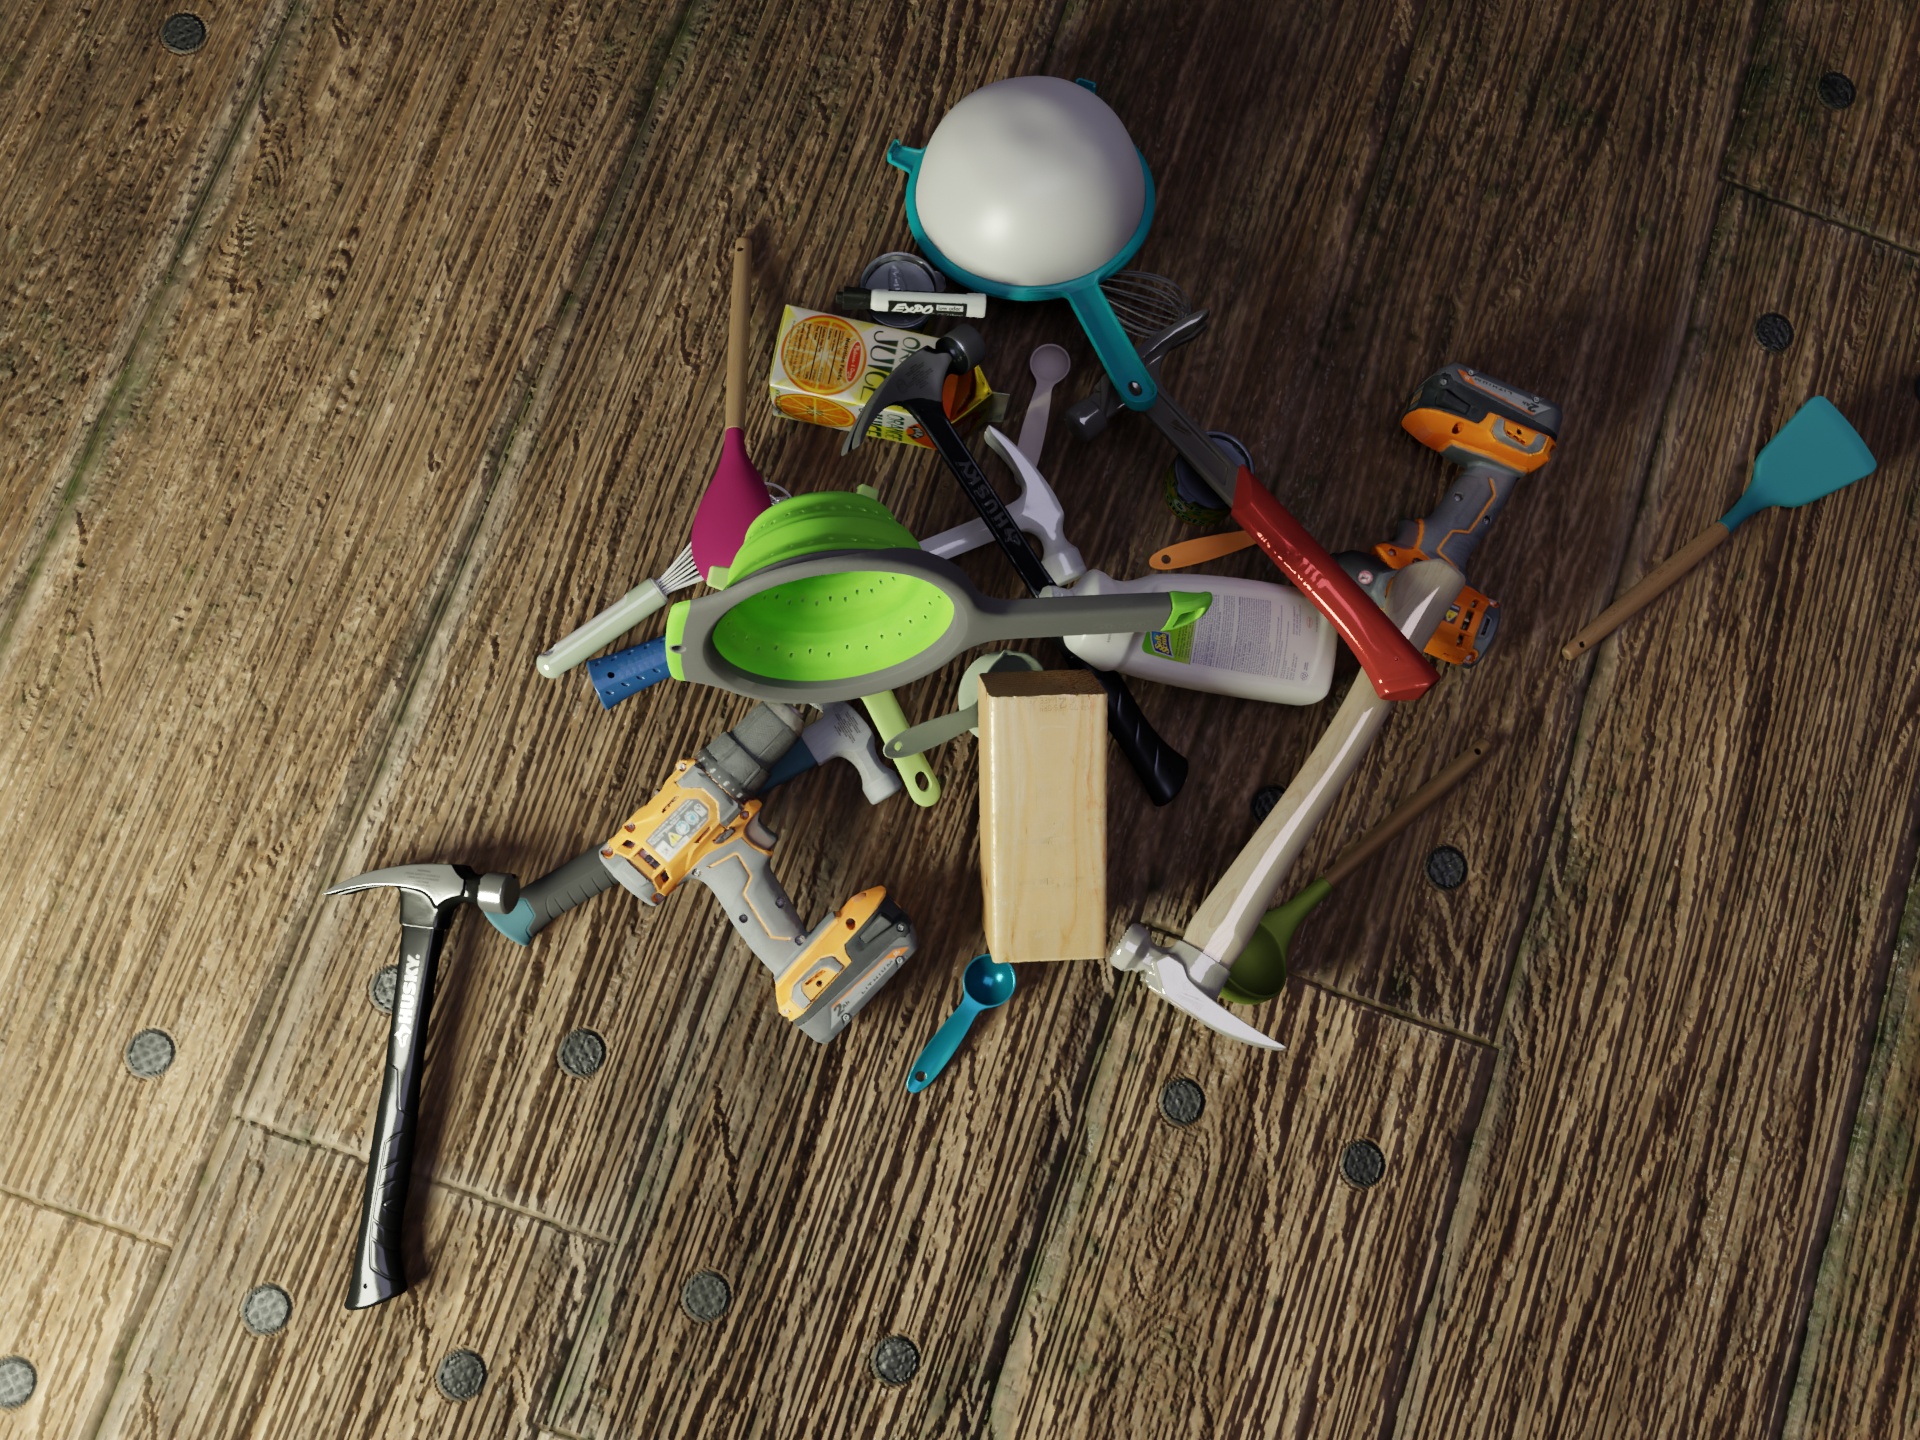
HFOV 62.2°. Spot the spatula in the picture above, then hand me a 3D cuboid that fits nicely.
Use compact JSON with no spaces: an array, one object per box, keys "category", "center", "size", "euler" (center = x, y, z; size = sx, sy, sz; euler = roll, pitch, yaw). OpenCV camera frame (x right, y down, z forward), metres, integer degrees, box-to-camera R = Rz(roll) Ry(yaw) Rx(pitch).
[{"category":"spatula","center":[0.638,-0.152,1.360],"size":[0.317,0.044,0.082],"euler":[-38,89,-8]}]

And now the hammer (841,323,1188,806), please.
[{"category":"hammer","center":[0.060,-0.104,1.254],"size":[0.149,0.036,0.408],"euler":[-39,102,-27]}]

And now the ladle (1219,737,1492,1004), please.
[{"category":"ladle","center":[0.318,0.113,1.286],"size":[0.320,0.062,0.078],"euler":[-38,80,-12]}]

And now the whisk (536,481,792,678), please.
[{"category":"whisk","center":[-0.237,-0.110,1.281],"size":[0.246,0.058,0.059],"euler":[-36,115,-5]}]

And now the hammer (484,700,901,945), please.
[{"category":"hammer","center":[-0.219,0.081,1.257],"size":[0.331,0.033,0.128],"euler":[-30,85,-9]}]

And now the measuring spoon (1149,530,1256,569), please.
[{"category":"measuring spoon","center":[0.215,-0.146,1.342],"size":[0.117,0.011,0.021],"euler":[-14,82,-3]}]

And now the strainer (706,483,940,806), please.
[{"category":"strainer","center":[-0.087,-0.046,1.248],"size":[0.151,0.069,0.256],"euler":[-32,107,-18]}]

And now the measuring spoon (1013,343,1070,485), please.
[{"category":"measuring spoon","center":[0.065,-0.257,1.347],"size":[0.034,0.018,0.124],"euler":[14,87,3]}]

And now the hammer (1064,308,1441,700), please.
[{"category":"hammer","center":[0.250,-0.161,1.255],"size":[0.149,0.036,0.359],"euler":[-38,75,-8]}]

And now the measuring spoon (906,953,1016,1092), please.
[{"category":"measuring spoon","center":[-0.002,0.240,1.261],"size":[0.042,0.021,0.128],"euler":[36,89,2]}]

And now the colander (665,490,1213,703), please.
[{"category":"colander","center":[-0.015,-0.102,1.147],"size":[0.397,0.204,0.095],"euler":[-4,65,-13]}]

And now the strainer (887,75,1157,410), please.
[{"category":"strainer","center":[0.081,-0.404,1.285],"size":[0.211,0.095,0.341],"euler":[-21,66,-7]}]

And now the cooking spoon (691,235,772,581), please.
[{"category":"cooking spoon","center":[-0.183,-0.257,1.293],"size":[0.069,0.017,0.319],"euler":[-6,69,14]}]

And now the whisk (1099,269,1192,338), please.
[{"category":"whisk","center":[0.087,-0.375,1.350],"size":[0.239,0.055,0.055],"euler":[19,80,3]}]

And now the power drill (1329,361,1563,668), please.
[{"category":"power drill","center":[0.391,-0.175,1.326],"size":[0.164,0.084,0.226],"euler":[22,84,-1]}]

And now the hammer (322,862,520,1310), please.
[{"category":"hammer","center":[-0.427,0.273,1.200],"size":[0.146,0.035,0.335],"euler":[5,84,11]}]

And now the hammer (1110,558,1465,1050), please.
[{"category":"hammer","center":[0.285,0.054,1.234],"size":[0.146,0.038,0.411],"euler":[32,81,11]}]

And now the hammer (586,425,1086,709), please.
[{"category":"hammer","center":[-0.108,-0.110,1.294],"size":[0.405,0.035,0.144],"euler":[-22,86,-7]}]

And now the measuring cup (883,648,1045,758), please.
[{"category":"measuring cup","center":[-0.002,-0.004,1.253],"size":[0.167,0.038,0.083],"euler":[-22,108,-33]}]

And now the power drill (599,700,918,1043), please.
[{"category":"power drill","center":[-0.133,0.110,1.214],"size":[0.226,0.084,0.185],"euler":[44,86,-7]}]
